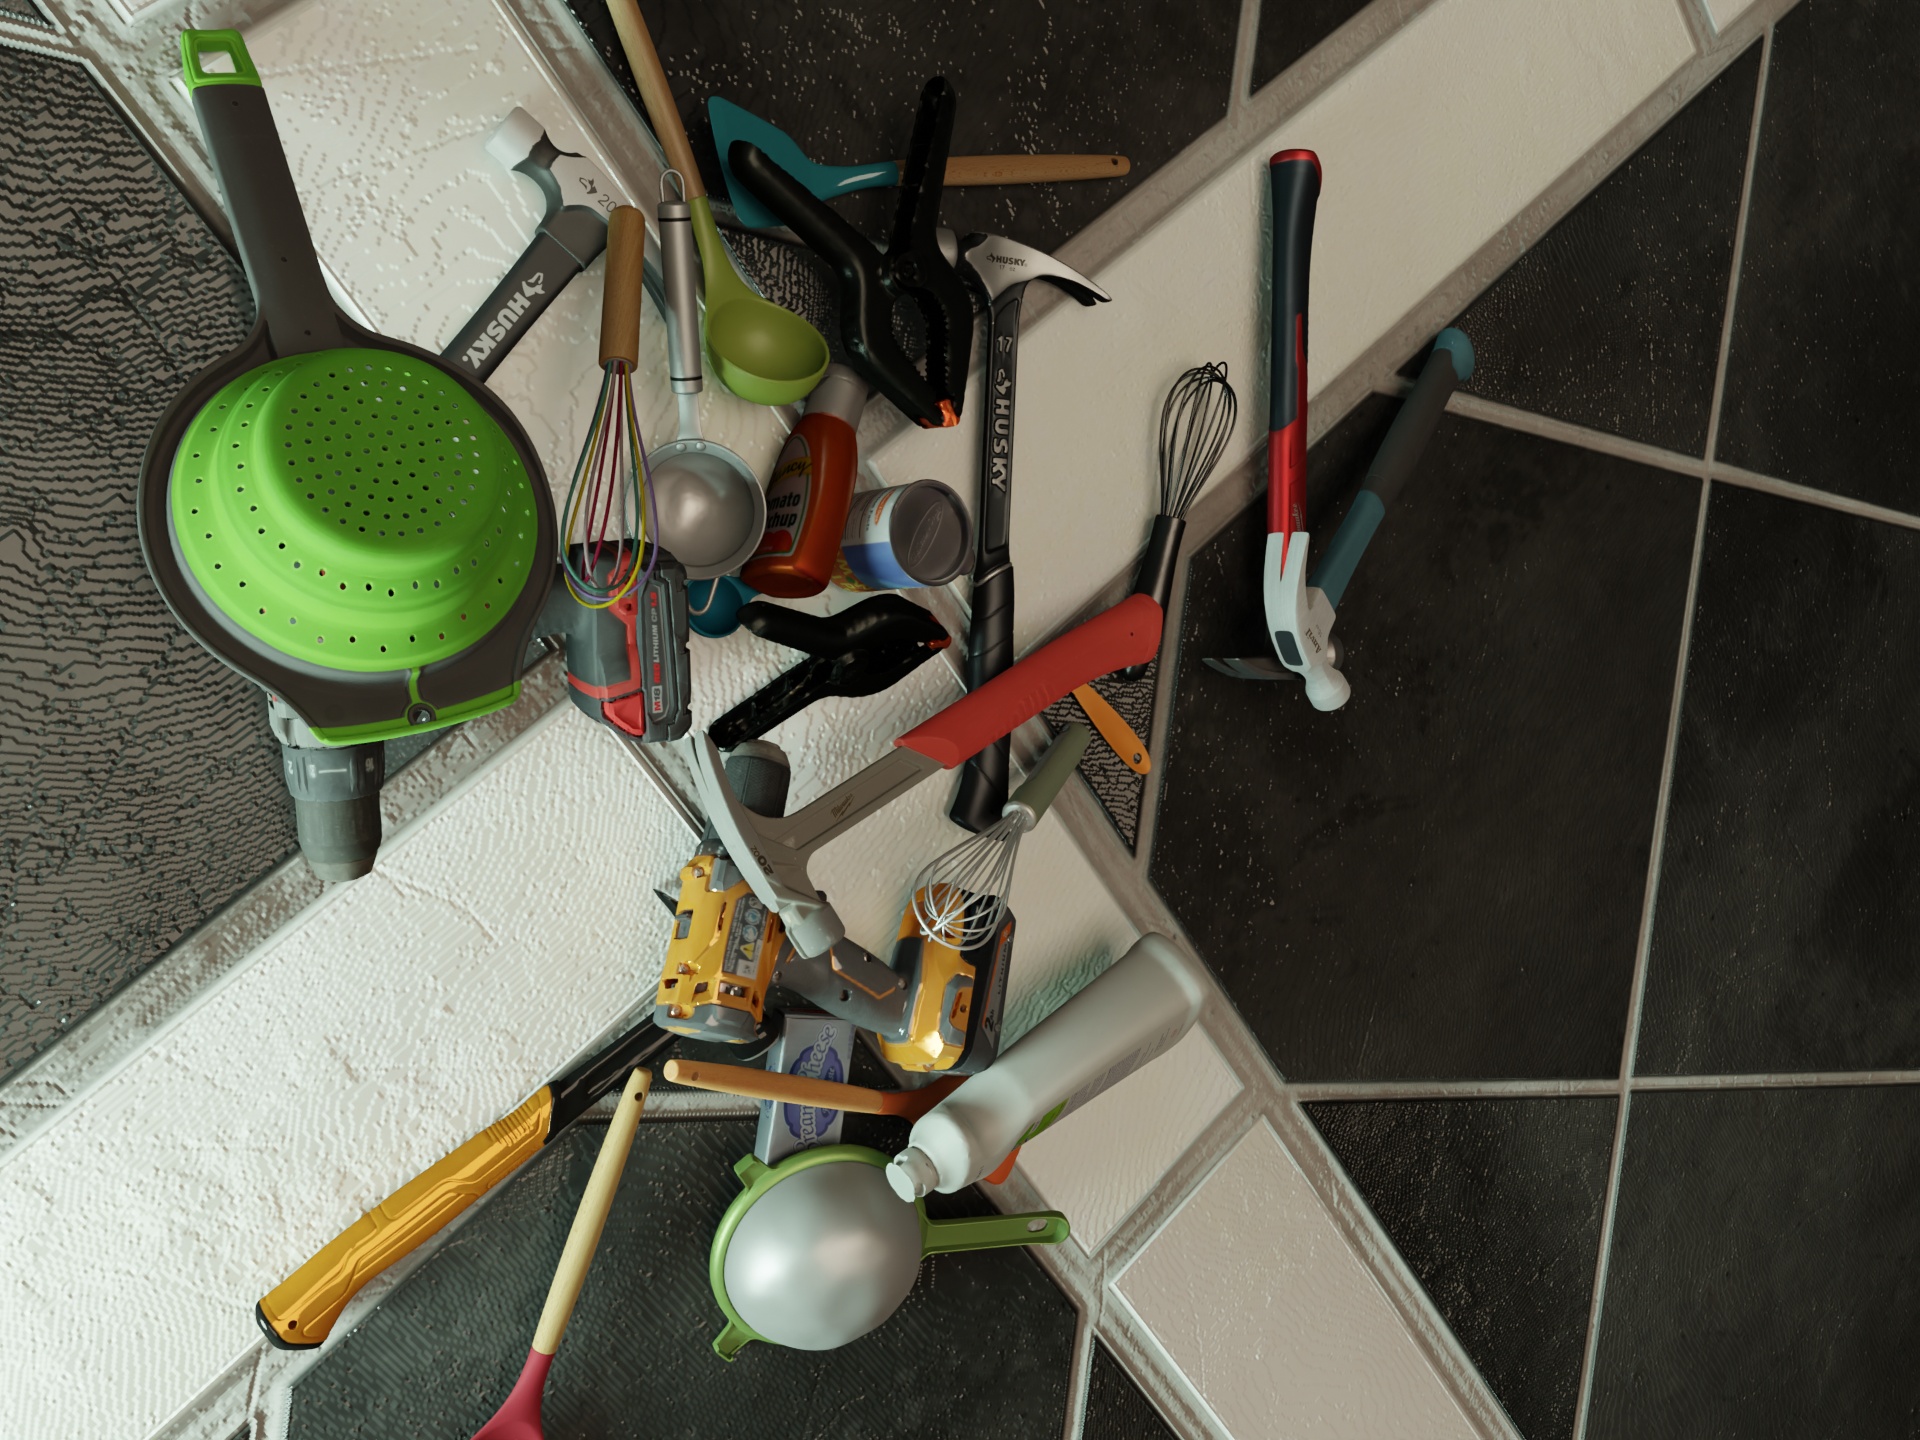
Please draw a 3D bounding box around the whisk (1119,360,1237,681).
[{"bbox_3d":[0.153,-0.143,1.144,0.055,0.055,0.239,14,92,-28],"label":"whisk"}]

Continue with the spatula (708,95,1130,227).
[{"bbox_3d":[-0.016,-0.360,1.034,0.317,0.044,0.082,-13,86,-28],"label":"spatula"}]

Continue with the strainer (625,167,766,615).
[{"bbox_3d":[-0.161,-0.193,0.948,0.087,0.050,0.258,0,111,2],"label":"strainer"}]

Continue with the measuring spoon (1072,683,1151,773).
[{"bbox_3d":[0.103,-0.001,1.152,0.021,0.011,0.116,-50,118,-15],"label":"measuring spoon"}]

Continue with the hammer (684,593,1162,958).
[{"bbox_3d":[-0.002,-0.003,1.022,0.359,0.037,0.149,-33,97,-33],"label":"hammer"}]

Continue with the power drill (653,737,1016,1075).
[{"bbox_3d":[-0.075,0.125,1.014,0.226,0.084,0.185,20,70,-32],"label":"power drill"}]

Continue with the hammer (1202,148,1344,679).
[{"bbox_3d":[0.232,-0.223,1.166,0.143,0.038,0.386,-3,94,-46],"label":"hammer"}]

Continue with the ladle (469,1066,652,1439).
[{"bbox_3d":[-0.246,0.359,0.970,0.069,0.031,0.315,19,93,-33],"label":"ladle"}]

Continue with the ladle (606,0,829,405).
[{"bbox_3d":[-0.162,-0.342,0.953,0.078,0.062,0.320,-30,106,-40],"label":"ladle"}]

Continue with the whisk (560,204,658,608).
[{"bbox_3d":[-0.196,-0.178,0.885,0.051,0.047,0.245,12,69,-35],"label":"whisk"}]

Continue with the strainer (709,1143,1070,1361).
[{"bbox_3d":[-0.034,0.360,1.056,0.256,0.069,0.151,2,106,-22],"label":"strainer"}]

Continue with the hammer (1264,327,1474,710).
[{"bbox_3d":[0.315,-0.172,1.198,0.128,0.033,0.331,52,59,-34],"label":"hammer"}]

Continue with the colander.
[{"bbox_3d":[-0.318,-0.191,0.795,0.204,0.094,0.397,-16,82,-31],"label":"colander"}]

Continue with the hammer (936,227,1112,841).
[{"bbox_3d":[0.027,-0.120,1.085,0.149,0.036,0.409,-1,96,-29],"label":"hammer"}]

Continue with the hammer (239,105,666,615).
[{"bbox_3d":[-0.296,-0.177,0.907,0.146,0.035,0.335,40,76,-24],"label":"hammer"}]

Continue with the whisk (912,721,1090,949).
[{"bbox_3d":[0.034,0.068,1.046,0.059,0.057,0.246,41,40,-2],"label":"whisk"}]

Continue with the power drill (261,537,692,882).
[{"bbox_3d":[-0.272,-0.014,0.898,0.226,0.080,0.188,-8,106,-31],"label":"power drill"}]

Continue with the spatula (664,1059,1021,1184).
[{"bbox_3d":[-0.065,0.249,1.037,0.322,0.041,0.081,25,83,-48],"label":"spatula"}]

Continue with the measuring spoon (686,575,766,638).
[{"bbox_3d":[-0.127,-0.091,1.019,0.128,0.021,0.042,-33,97,-31],"label":"measuring spoon"}]

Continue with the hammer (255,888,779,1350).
[{"bbox_3d":[-0.273,0.246,0.960,0.337,0.034,0.127,-37,111,-20],"label":"hammer"}]
